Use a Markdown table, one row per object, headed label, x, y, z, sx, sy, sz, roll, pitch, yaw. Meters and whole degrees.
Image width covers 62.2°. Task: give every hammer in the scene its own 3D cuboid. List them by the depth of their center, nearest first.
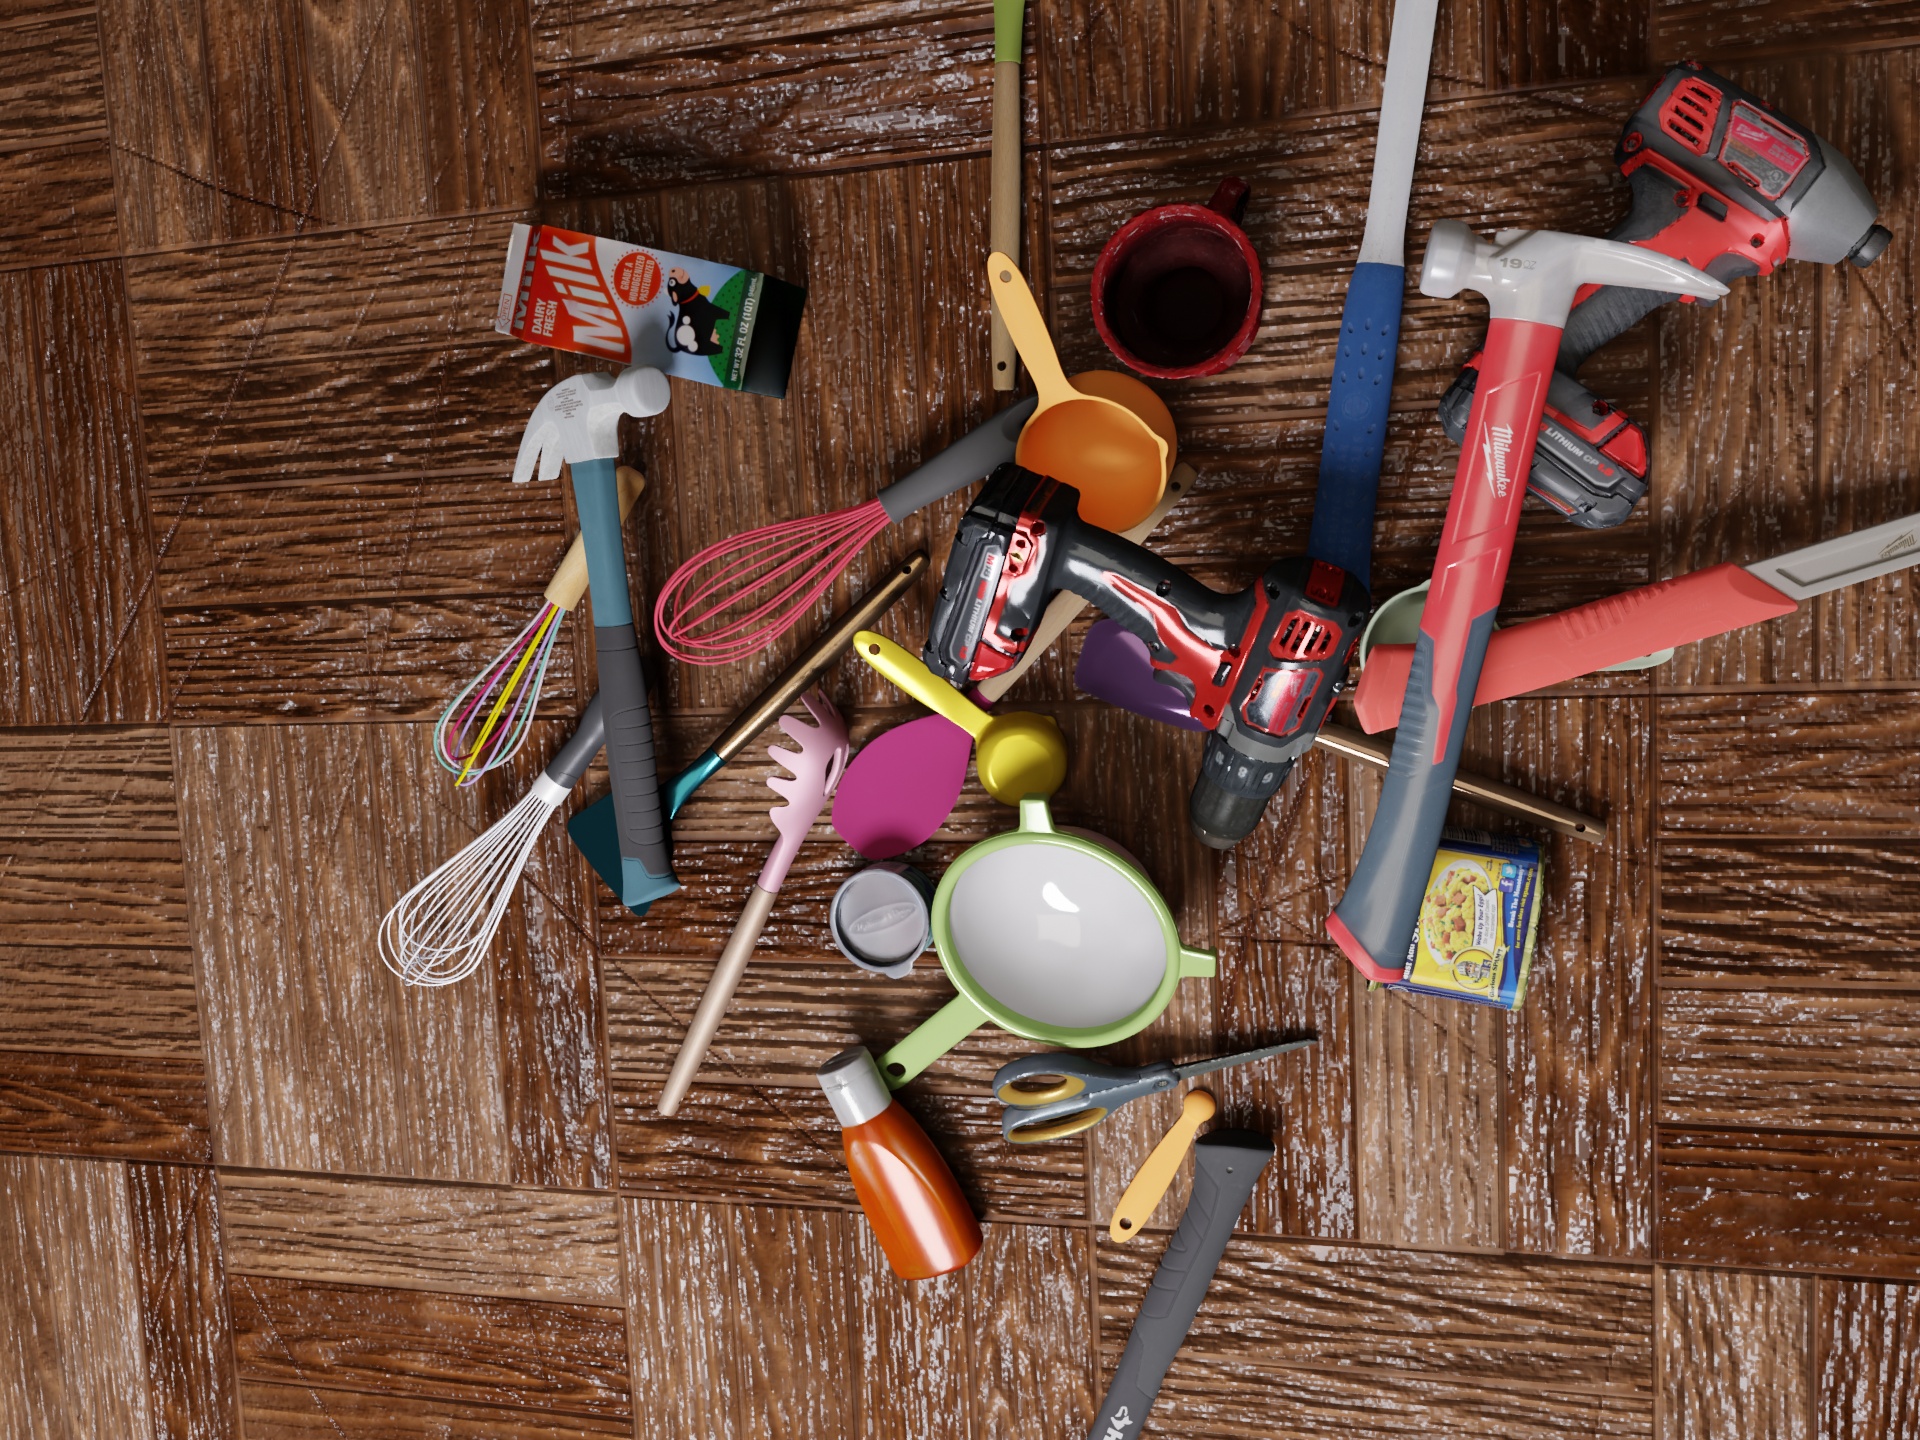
| label | x | y | z | sx | sy | sz | roll | pitch | yaw |
| --- | --- | --- | --- | --- | --- | --- | --- | --- | --- |
| hammer | 0.270 | -0.050 | 0.813 | 0.143 | 0.038 | 0.386 | 12 | 99 | 11 |
| hammer | 0.389 | -0.051 | 0.842 | 0.359 | 0.037 | 0.149 | -18 | 92 | 8 |
| hammer | 0.229 | -0.265 | 0.885 | 0.144 | 0.035 | 0.405 | 8 | 99 | 14 |
| hammer | -0.212 | -0.045 | 0.983 | 0.128 | 0.033 | 0.331 | 2 | 101 | 40 |
| hammer | 0.121 | 0.405 | 0.996 | 0.146 | 0.035 | 0.334 | 23 | 102 | 12 |

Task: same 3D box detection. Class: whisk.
| label | x | y | z | sx | sy | sz | roll | pitch | yaw |
| --- | --- | --- | --- | --- | --- | --- | --- | --- | --- |
| whisk | -0.061 | -0.120 | 0.975 | 0.296 | 0.073 | 0.073 | -29 | 88 | 10 |
| whisk | -0.277 | -0.061 | 1.049 | 0.051 | 0.047 | 0.245 | 34 | 100 | 11 |
| whisk | -0.290 | 0.069 | 1.062 | 0.070 | 0.070 | 0.284 | 41 | 100 | 7 |

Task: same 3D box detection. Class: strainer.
| label | x | y | z | sx | sy | sz | roll | pitch | yaw |
| --- | --- | --- | --- | --- | --- | --- | --- | --- | --- |
| strainer | 0.032 | 0.148 | 0.983 | 0.151 | 0.069 | 0.256 | 42 | 123 | -5 |

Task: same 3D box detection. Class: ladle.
| label | x | y | z | sx | sy | sz | roll | pitch | yaw |
| --- | --- | --- | --- | --- | --- | --- | --- | --- | --- |
| ladle | 0.023 | -0.355 | 0.922 | 0.078 | 0.062 | 0.320 | 3 | 100 | 18 |

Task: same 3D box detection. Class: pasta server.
| label | x | y | z | sx | sy | sz | roll | pitch | yaw |
| --- | --- | --- | --- | --- | --- | --- | --- | --- | --- |
| pasta server | -0.141 | 0.126 | 1.030 | 0.040 | 0.060 | 0.316 | 31 | 109 | 16 |

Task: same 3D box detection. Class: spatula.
| label | x | y | z | sx | sy | sz | roll | pitch | yaw |
| --- | --- | --- | --- | --- | --- | --- | --- | --- | --- |
| spatula | 0.218 | 0.008 | 0.929 | 0.316 | 0.018 | 0.059 | 21 | 103 | 13 |
| spatula | -0.134 | 0.002 | 1.025 | 0.317 | 0.044 | 0.082 | -42 | 83 | 11 |

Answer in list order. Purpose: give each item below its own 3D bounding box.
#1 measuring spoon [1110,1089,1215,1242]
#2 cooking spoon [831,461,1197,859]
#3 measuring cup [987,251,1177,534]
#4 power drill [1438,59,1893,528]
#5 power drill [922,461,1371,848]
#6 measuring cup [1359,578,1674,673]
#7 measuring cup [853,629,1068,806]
| label | x | y | z | sx | sy | sz | roll | pitch | yaw |
| --- | --- | --- | --- | --- | --- | --- | --- | --- | --- |
| measuring spoon | 0.124 | 0.280 | 0.991 | 0.021 | 0.011 | 0.117 | 31 | 104 | 10 |
| cooking spoon | 0.033 | -0.034 | 0.976 | 0.069 | 0.017 | 0.319 | 42 | 106 | -1 |
| measuring cup | 0.062 | -0.190 | 0.895 | 0.095 | 0.052 | 0.173 | -13 | 117 | 30 |
| power drill | 0.367 | -0.216 | 0.834 | 0.143 | 0.078 | 0.219 | 37 | 102 | 8 |
| power drill | 0.098 | -0.032 | 0.904 | 0.227 | 0.080 | 0.187 | 21 | 126 | 6 |
| measuring cup | 0.308 | -0.039 | 0.893 | 0.167 | 0.038 | 0.083 | 0 | 95 | 7 |
| measuring cup | -0.002 | -0.003 | 0.958 | 0.156 | 0.029 | 0.062 | 36 | 106 | -11 |
